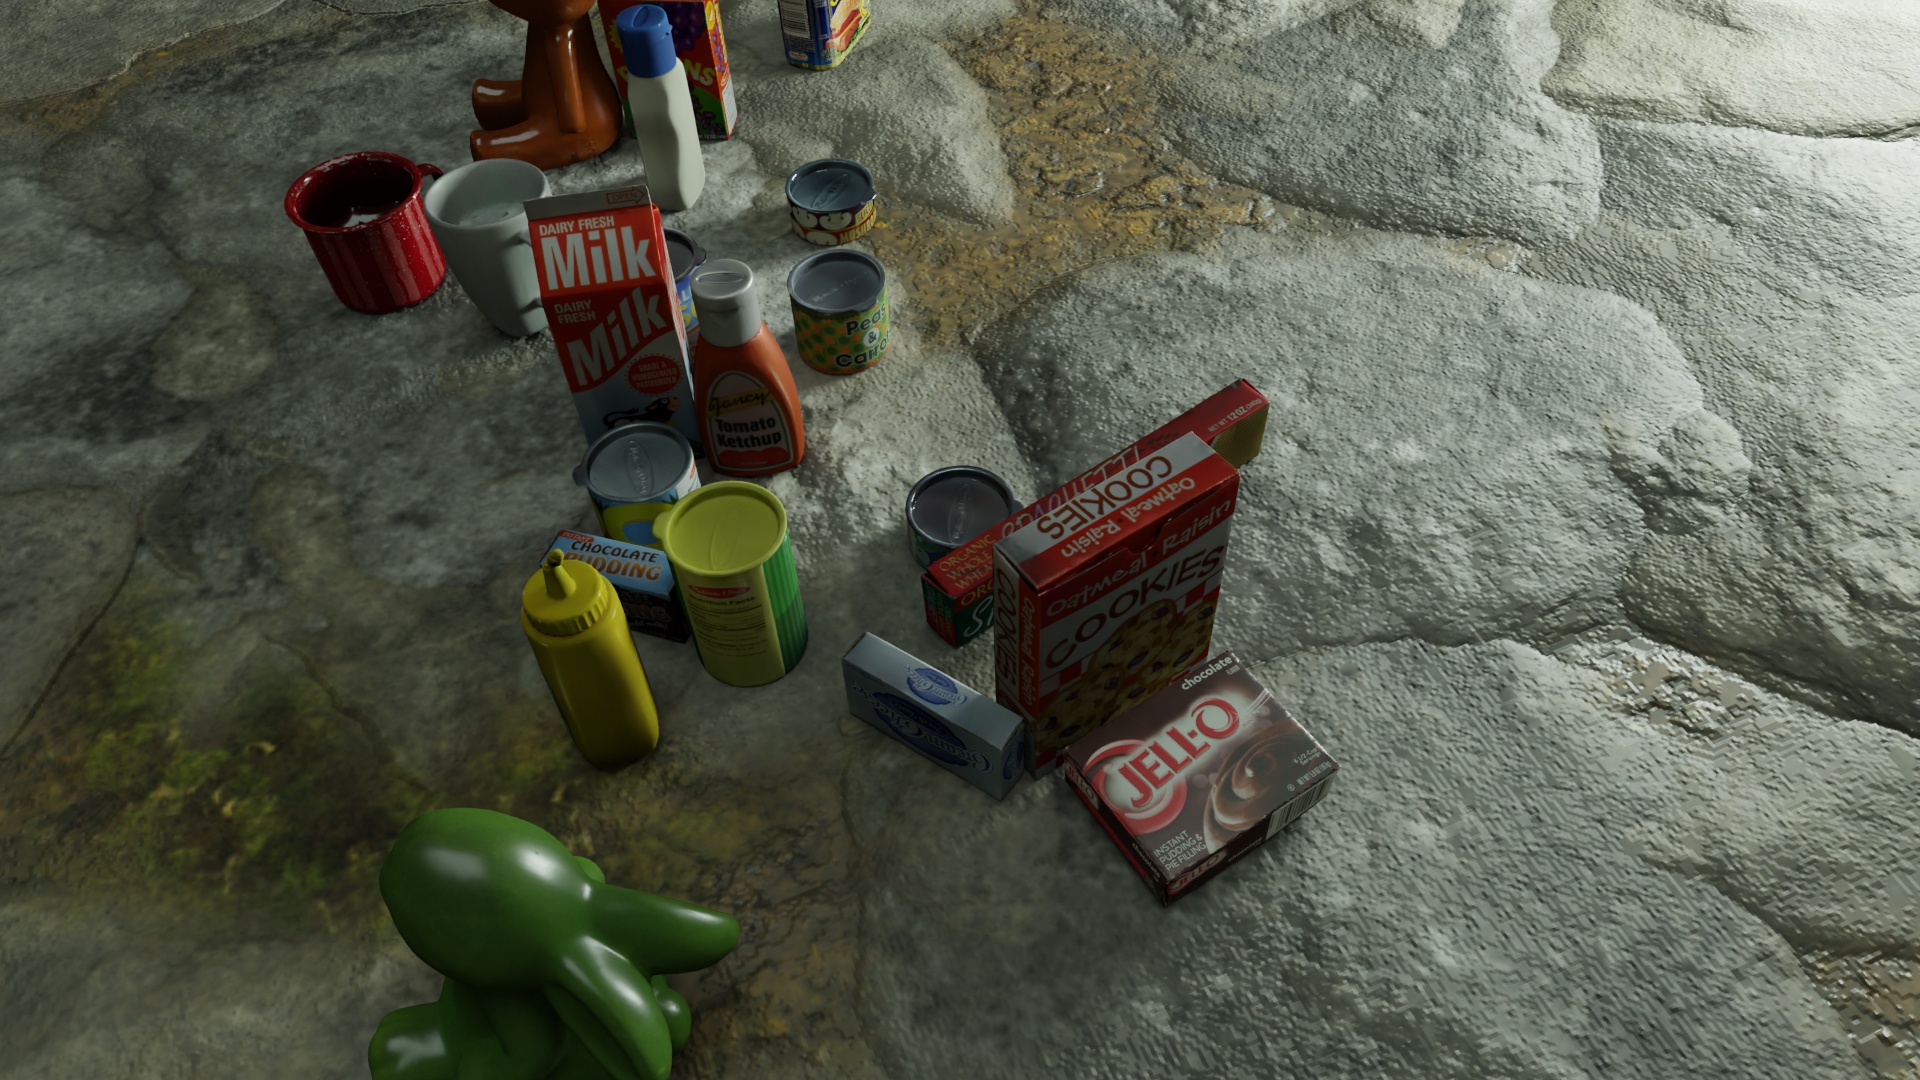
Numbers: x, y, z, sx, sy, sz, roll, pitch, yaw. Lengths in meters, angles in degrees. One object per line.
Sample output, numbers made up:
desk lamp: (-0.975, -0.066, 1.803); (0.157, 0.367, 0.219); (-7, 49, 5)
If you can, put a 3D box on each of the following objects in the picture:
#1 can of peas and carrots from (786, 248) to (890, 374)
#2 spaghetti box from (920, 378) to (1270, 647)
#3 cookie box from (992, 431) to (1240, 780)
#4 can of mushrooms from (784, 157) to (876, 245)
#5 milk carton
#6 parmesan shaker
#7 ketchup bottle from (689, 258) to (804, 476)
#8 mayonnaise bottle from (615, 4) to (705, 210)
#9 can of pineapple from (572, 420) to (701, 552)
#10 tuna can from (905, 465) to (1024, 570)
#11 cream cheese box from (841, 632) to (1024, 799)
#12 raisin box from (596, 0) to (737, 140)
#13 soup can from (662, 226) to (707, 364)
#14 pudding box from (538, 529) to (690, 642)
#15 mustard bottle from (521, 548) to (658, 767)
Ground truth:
can of peas and carrots: (-0.080, -0.154, 0.945); (0.071, 0.058, 0.071); (-1, 50, 1)
spaghetti box: (0.085, -0.019, 0.831); (0.251, 0.050, 0.029); (-31, 56, -22)
cookie box: (0.077, 0.037, 0.708); (0.123, 0.166, 0.040); (-30, 55, -21)
can of mushrooms: (-0.095, -0.254, 1.045); (0.071, 0.033, 0.071); (-1, 50, 1)
milk carton: (-0.208, -0.134, 0.847); (0.072, 0.189, 0.074); (-10, 51, -6)
parmesan shaker: (-0.125, 0.025, 0.768); (0.071, 0.102, 0.072); (-1, 50, 1)
ketchup bottle: (-0.134, -0.103, 0.845); (0.065, 0.148, 0.044); (-4, 50, -1)
mayonnaise bottle: (-0.223, -0.321, 1.032); (0.041, 0.147, 0.065); (2, 50, 4)
can of pineapple: (-0.193, -0.030, 0.846); (0.071, 0.057, 0.071); (-1, 50, 1)
tuna can: (0.003, -0.011, 0.838); (0.071, 0.032, 0.071); (-1, 50, 1)
cream cheese box: (-0.014, 0.093, 0.739); (0.104, 0.053, 0.024); (27, 56, 22)
raisin box: (-0.229, -0.380, 1.097); (0.086, 0.122, 0.040); (3, 50, 5)
soup can: (-0.200, -0.158, 0.936); (0.071, 0.083, 0.072); (-1, 50, 1)
pudding box: (-0.195, 0.026, 0.804); (0.084, 0.049, 0.030); (13, 52, 12)
mustard bottle: (-0.192, 0.054, 0.709); (0.049, 0.159, 0.065); (-19, 52, -13)
